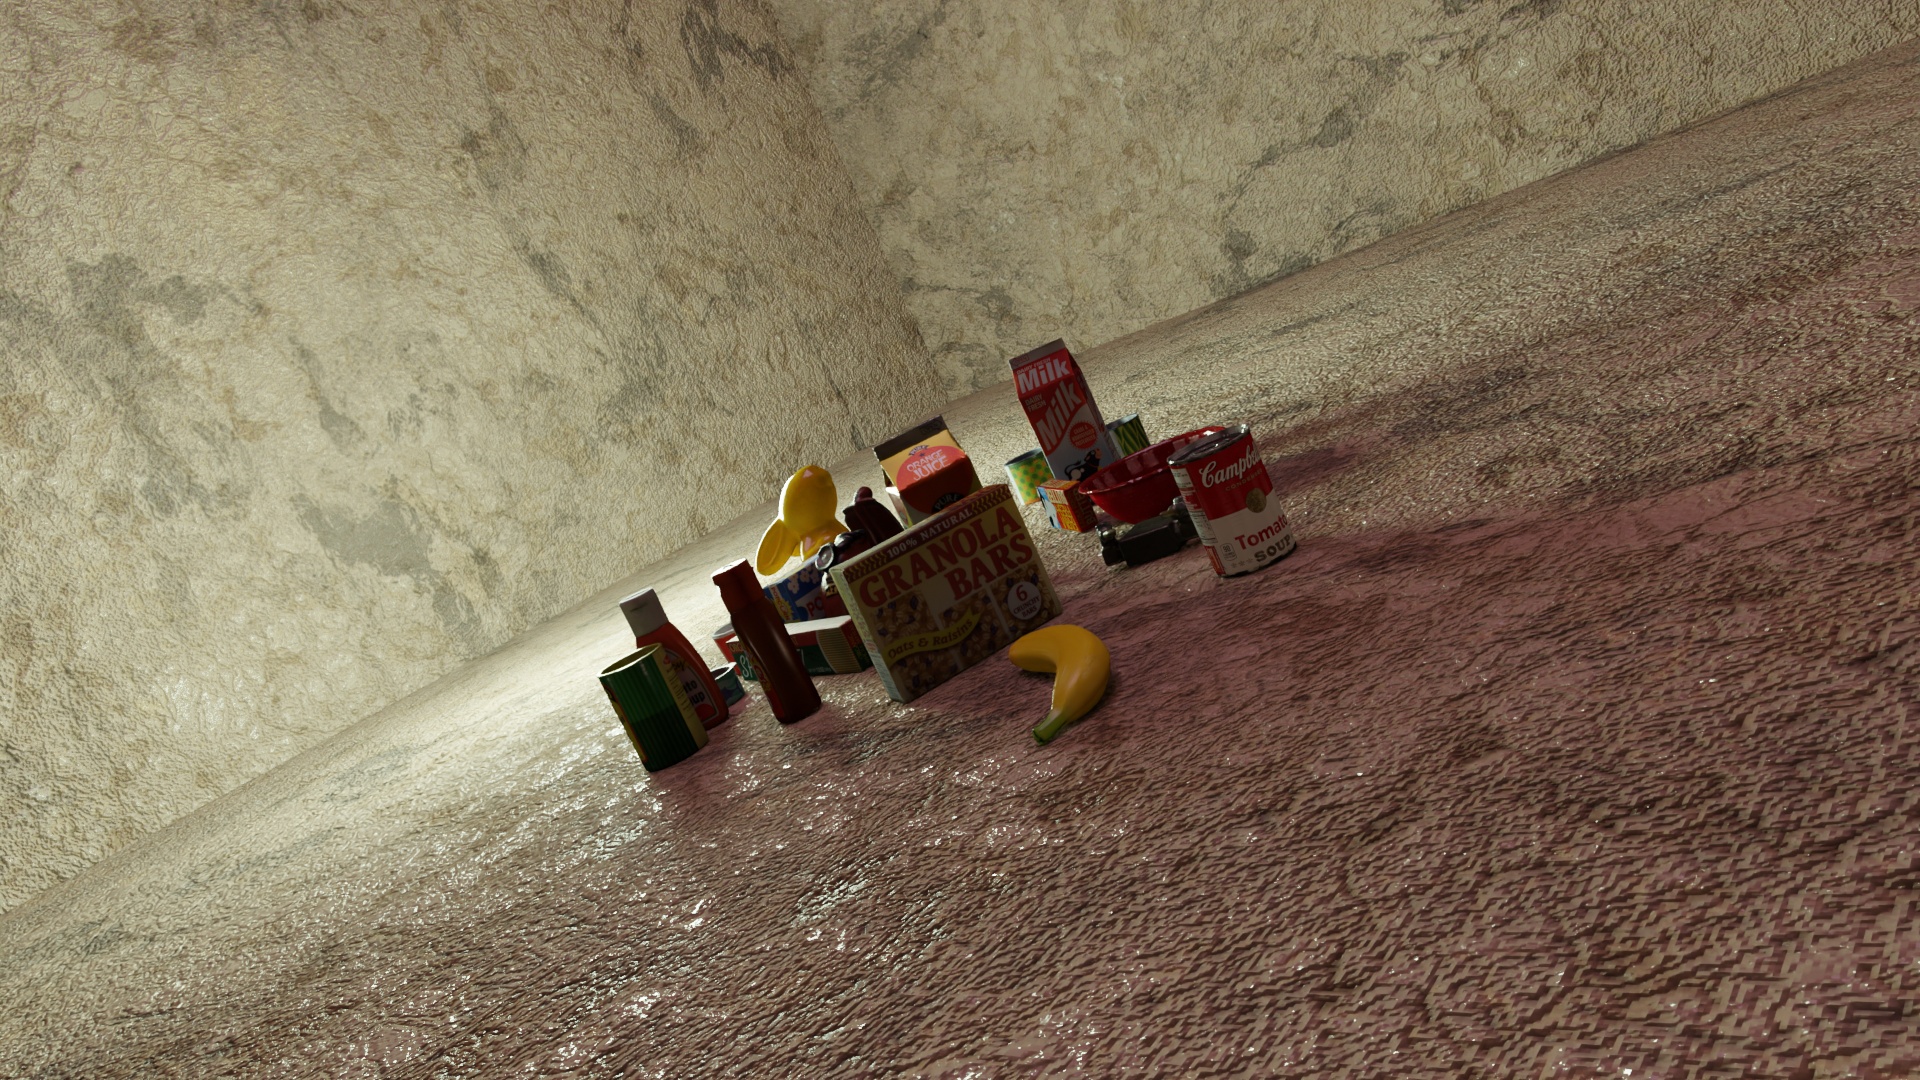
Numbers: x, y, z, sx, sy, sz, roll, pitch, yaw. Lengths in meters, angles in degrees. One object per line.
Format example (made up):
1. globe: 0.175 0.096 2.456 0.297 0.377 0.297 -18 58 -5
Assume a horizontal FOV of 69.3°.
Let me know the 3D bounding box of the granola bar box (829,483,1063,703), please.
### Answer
1. granola bar box: -0.010 0.043 1.166 0.166 0.124 0.039 -28 9 -23

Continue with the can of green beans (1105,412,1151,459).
1. can of green beans: 0.203 -0.119 1.738 0.071 0.057 0.071 -24 9 4

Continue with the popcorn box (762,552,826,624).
1. popcorn box: -0.152 0.062 1.542 0.038 0.085 0.127 -18 11 38

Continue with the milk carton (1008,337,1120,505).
1. milk carton: 0.125 -0.137 1.619 0.072 0.190 0.074 -22 9 14

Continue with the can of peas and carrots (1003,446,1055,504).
1. can of peas and carrots: 0.100 -0.086 1.813 0.071 0.058 0.071 -24 9 4

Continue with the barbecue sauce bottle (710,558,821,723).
1. barbecue sauce bottle: -0.176 0.089 1.248 0.044 0.148 0.065 -27 9 -16

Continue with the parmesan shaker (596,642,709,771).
1. parmesan shaker: -0.287 0.157 1.296 0.071 0.103 0.071 -24 9 4

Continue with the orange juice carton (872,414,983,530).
1. orange juice carton: -0.009 -0.012 1.253 0.072 0.192 0.073 -26 9 -10

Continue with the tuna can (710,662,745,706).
1. tuna can: -0.257 0.157 1.437 0.071 0.032 0.071 -24 9 4

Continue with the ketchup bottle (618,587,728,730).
1. ketchup bottle: -0.285 0.119 1.359 0.065 0.148 0.043 -25 9 -2

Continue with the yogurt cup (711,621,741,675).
1. yogurt cup: -0.238 0.115 1.557 0.072 0.054 0.072 -24 9 4

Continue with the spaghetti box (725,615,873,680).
1. spaghetti box: -0.164 0.111 1.406 0.029 0.050 0.249 -31 11 -35

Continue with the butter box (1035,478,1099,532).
1. butter box: 0.116 -0.038 1.520 0.024 0.053 0.103 -26 9 -11
